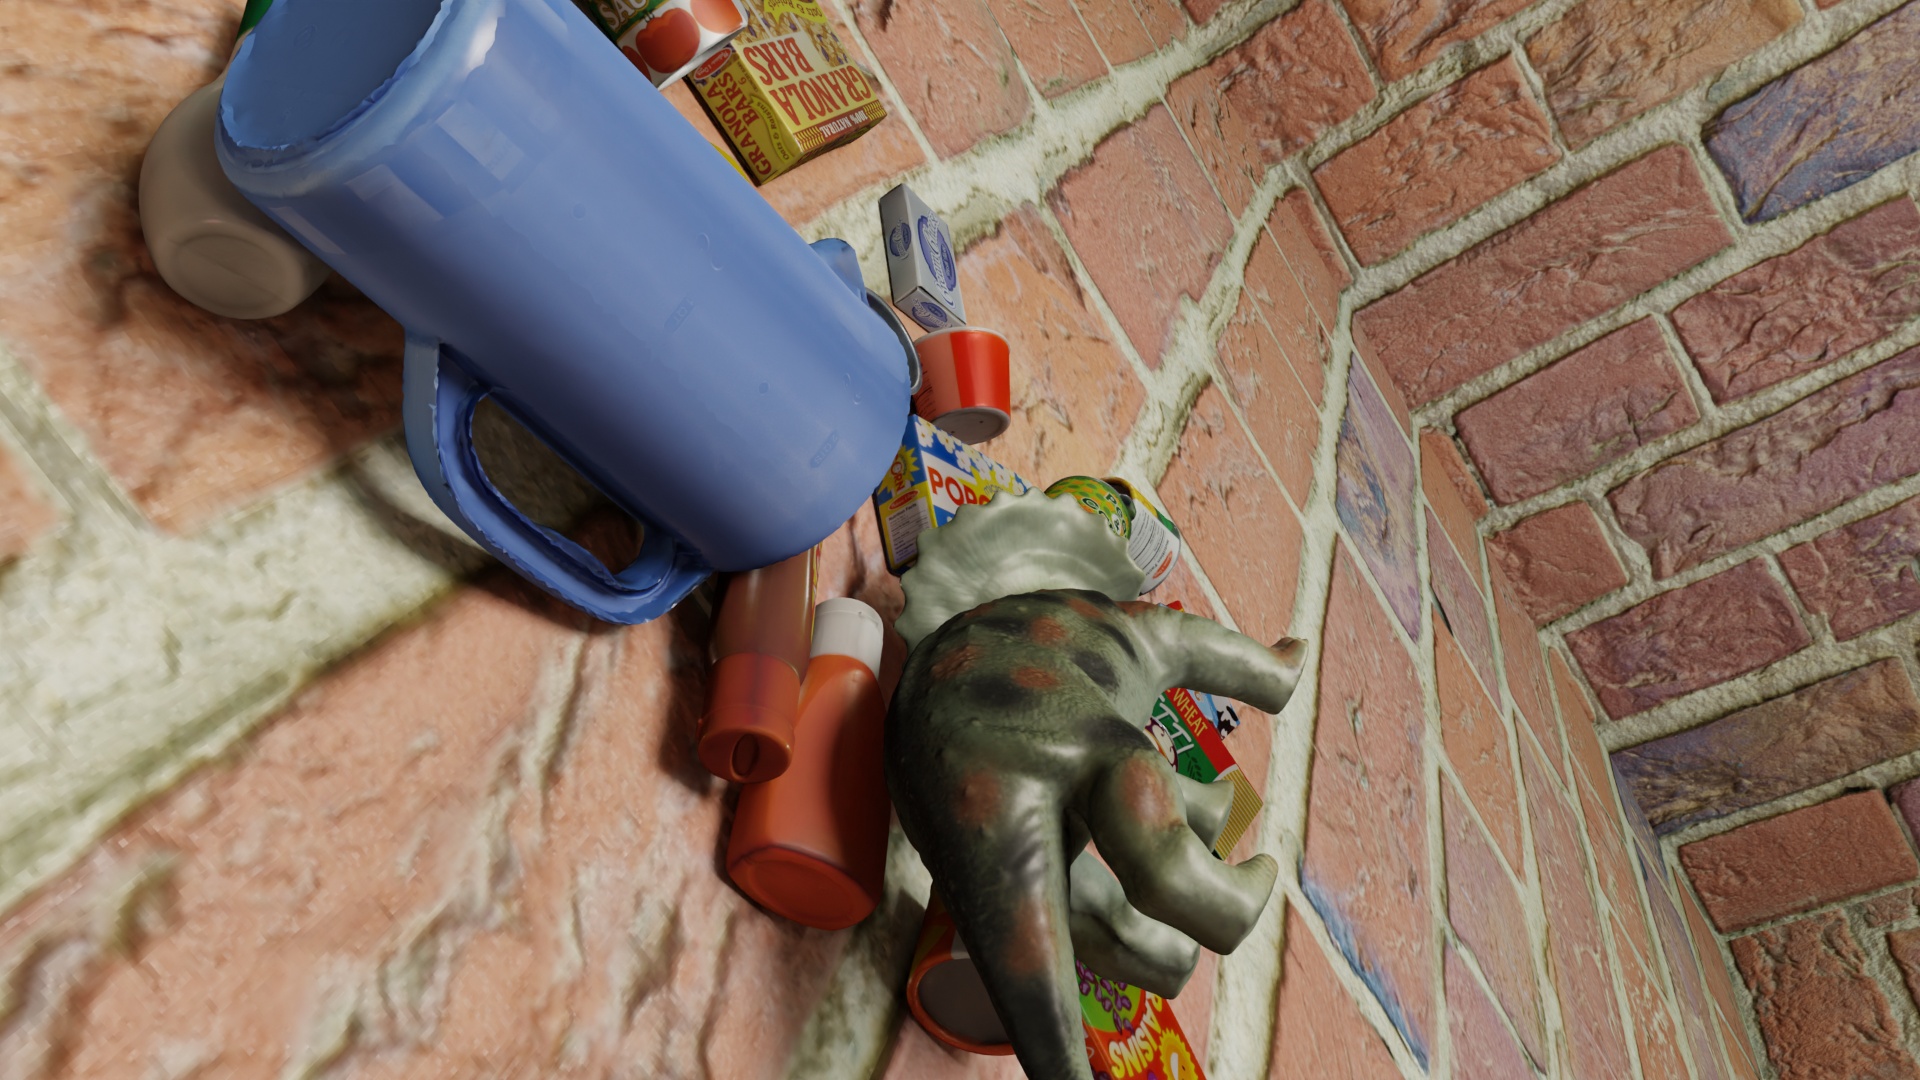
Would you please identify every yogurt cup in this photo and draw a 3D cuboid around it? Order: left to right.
[{"bbox_3d":[0.000,-0.093,0.855,0.072,0.072,0.054,22,54,-53],"label":"yogurt cup"}]

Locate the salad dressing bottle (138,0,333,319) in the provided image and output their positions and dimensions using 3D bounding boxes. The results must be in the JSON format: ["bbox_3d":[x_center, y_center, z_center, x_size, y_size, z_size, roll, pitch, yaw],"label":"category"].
[{"bbox_3d":[-0.241,-0.143,0.485,0.064,0.044,0.148,31,38,-40],"label":"salad dressing bottle"}]

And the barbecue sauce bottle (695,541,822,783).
[{"bbox_3d":[-0.082,0.031,0.578,0.044,0.064,0.149,11,42,-10],"label":"barbecue sauce bottle"}]

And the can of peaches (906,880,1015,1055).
[{"bbox_3d":[0.013,0.181,0.604,0.071,0.071,0.058,51,27,-20],"label":"can of peaches"}]

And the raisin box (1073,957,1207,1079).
[{"bbox_3d":[0.072,0.243,0.678,0.123,0.040,0.086,63,25,2],"label":"raisin box"}]

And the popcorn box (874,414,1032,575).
[{"bbox_3d":[0.003,-0.010,0.803,0.126,0.038,0.085,26,43,-50],"label":"popcorn box"}]

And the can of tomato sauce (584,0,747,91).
[{"bbox_3d":[-0.165,-0.294,0.745,0.083,0.071,0.071,54,26,-17],"label":"can of tomato sauce"}]

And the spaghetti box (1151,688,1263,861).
[{"bbox_3d":[0.115,0.105,0.844,0.050,0.029,0.249,-50,125,-20],"label":"spaghetti box"}]

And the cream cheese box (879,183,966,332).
[{"bbox_3d":[-0.026,-0.190,0.946,0.053,0.024,0.104,33,37,-44],"label":"cream cheese box"}]

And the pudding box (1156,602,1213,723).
[{"bbox_3d":[0.132,0.090,0.927,0.030,0.049,0.084,27,42,-48],"label":"pudding box"}]

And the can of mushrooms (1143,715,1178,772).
[{"bbox_3d":[0.086,0.127,0.788,0.071,0.071,0.033,61,27,-2],"label":"can of mushrooms"}]

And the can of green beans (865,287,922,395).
[{"bbox_3d":[-0.063,-0.094,0.743,0.071,0.057,0.071,43,31,-34],"label":"can of green beans"}]

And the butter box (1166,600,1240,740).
[{"bbox_3d":[0.165,0.097,1.010,0.103,0.024,0.053,64,25,5],"label":"butter box"}]

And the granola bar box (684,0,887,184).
[{"bbox_3d":[-0.117,-0.298,0.869,0.124,0.039,0.166,56,26,-12],"label":"granola bar box"}]

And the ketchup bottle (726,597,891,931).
[{"bbox_3d":[-0.057,0.087,0.591,0.064,0.043,0.149,37,33,-25],"label":"ketchup bottle"}]

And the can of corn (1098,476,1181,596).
[{"bbox_3d":[0.107,-0.003,0.959,0.058,0.071,0.071,39,33,-38],"label":"can of corn"}]

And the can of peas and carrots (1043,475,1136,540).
[{"bbox_3d":[0.073,-0.003,0.888,0.071,0.071,0.059,59,26,-6],"label":"can of peas and carrots"}]

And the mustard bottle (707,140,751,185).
[{"bbox_3d":[-0.125,-0.124,0.671,0.065,0.048,0.161,31,39,-46],"label":"mustard bottle"}]
